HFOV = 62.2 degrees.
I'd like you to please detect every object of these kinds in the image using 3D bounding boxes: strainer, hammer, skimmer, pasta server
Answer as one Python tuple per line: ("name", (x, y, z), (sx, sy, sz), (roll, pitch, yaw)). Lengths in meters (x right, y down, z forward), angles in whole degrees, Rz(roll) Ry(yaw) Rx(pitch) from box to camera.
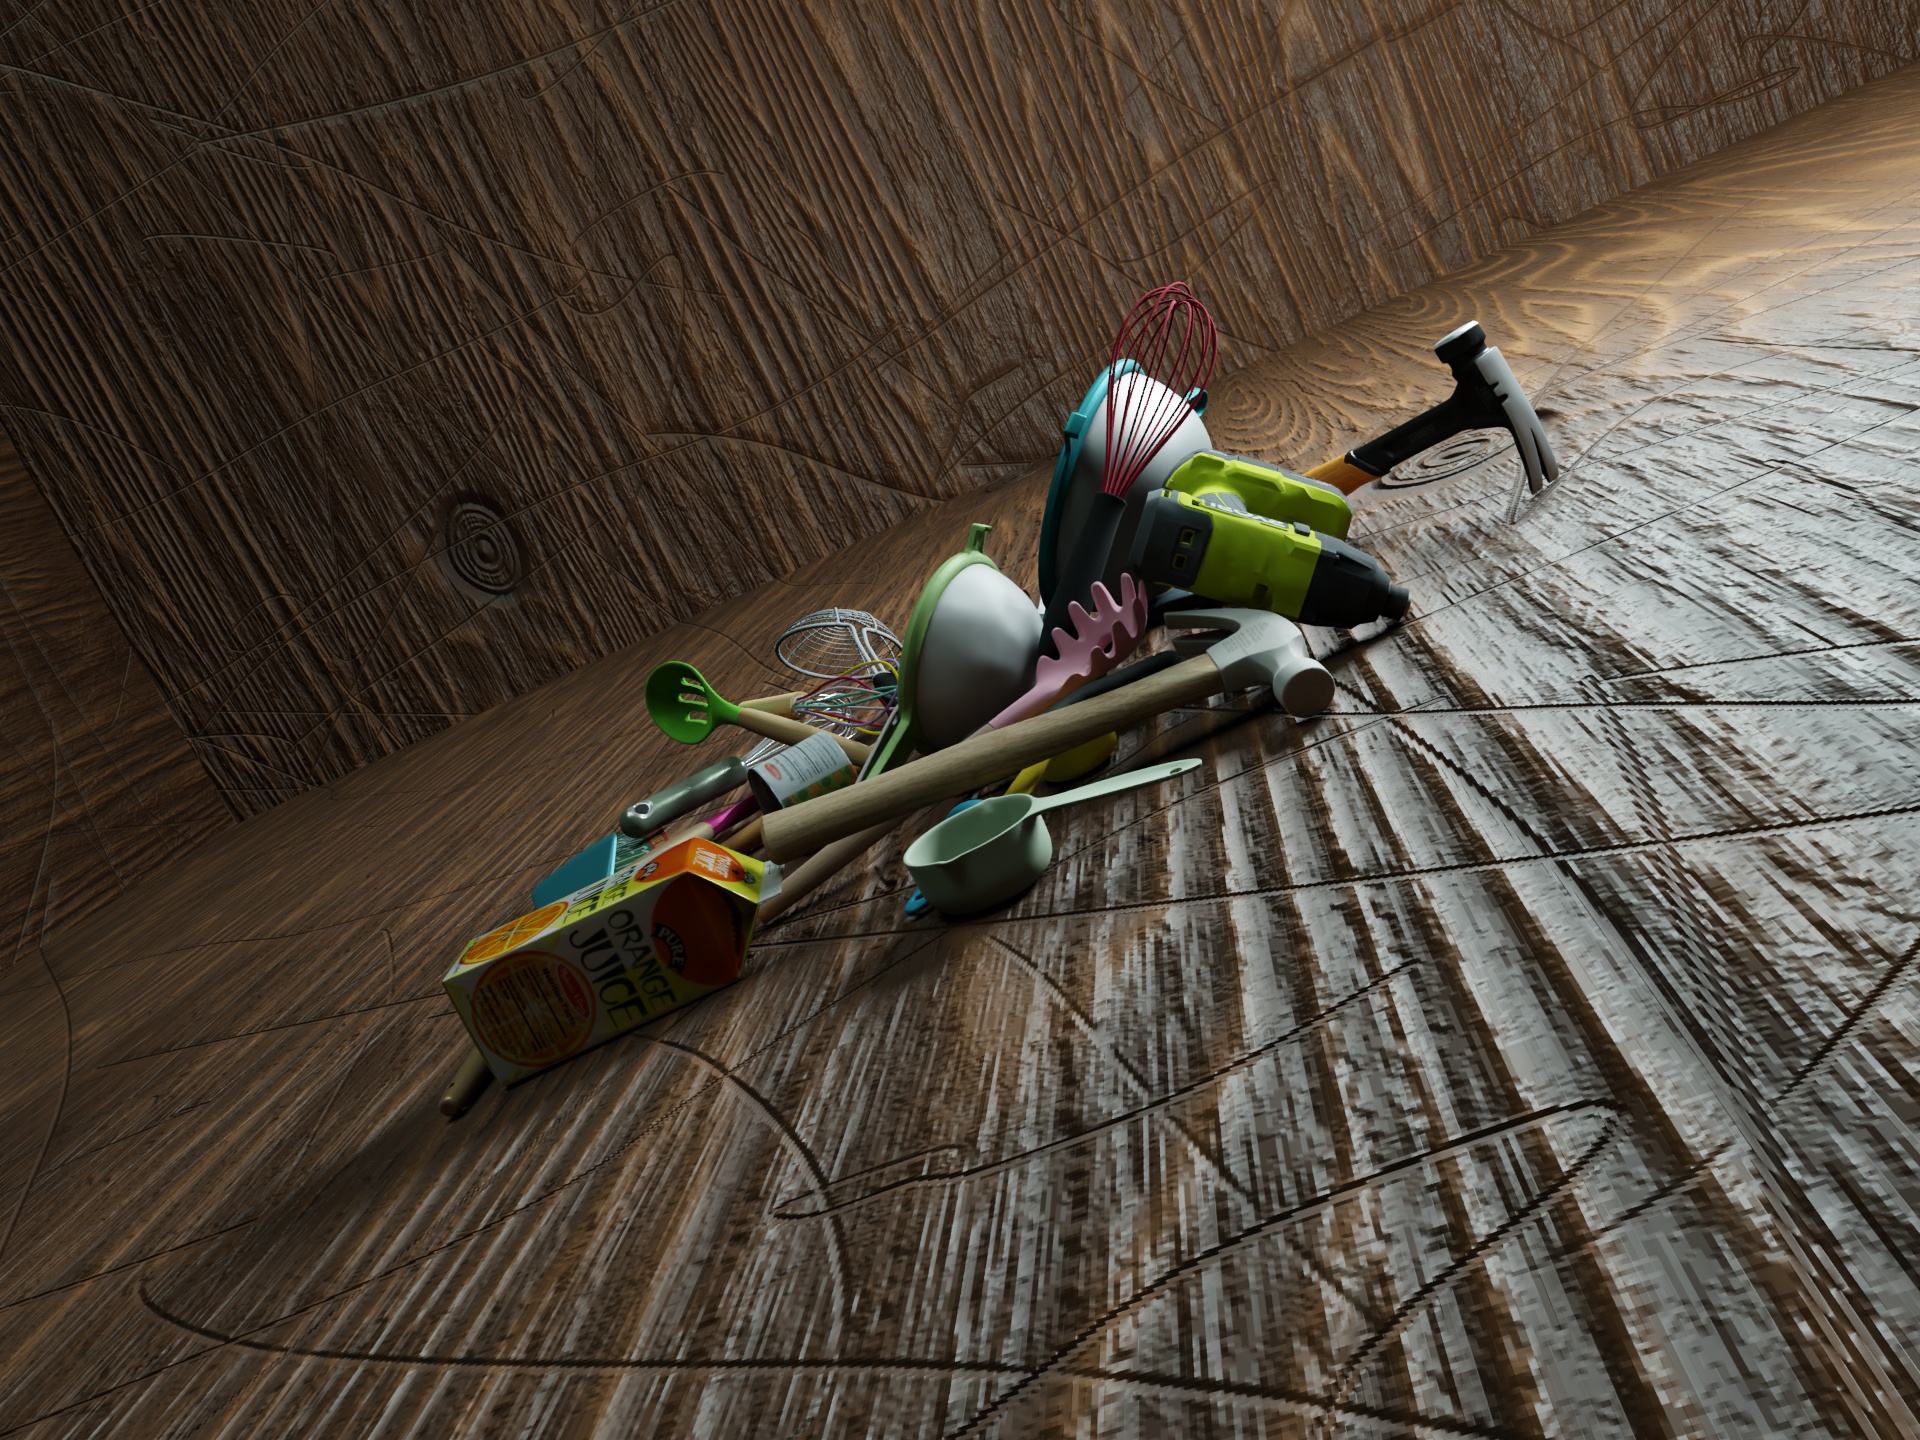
("strainer", (-0.002, -0.003, 1.089), (0.069, 0.151, 0.256), (13, 51, 25))
("hammer", (0.308, -0.187, 1.247), (0.034, 0.127, 0.337), (-34, 5, -30))
("hammer", (0.041, 0.011, 0.925), (0.331, 0.031, 0.130), (-21, 26, 1))
("strainer", (0.172, -0.200, 1.300), (0.095, 0.210, 0.340), (19, 36, 20))
("skimmer", (-0.085, -0.026, 1.430), (0.127, 0.090, 0.364), (10, 16, -18))
("pasta server", (-0.004, 0.018, 0.988), (0.316, 0.040, 0.060), (-38, 27, -10))

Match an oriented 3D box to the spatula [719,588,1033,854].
("spatula", (-0.059, 0.016, 1.195), (0.322, 0.080, 0.041), (-33, 44, -14))

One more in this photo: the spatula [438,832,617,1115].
("spatula", (-0.283, 0.163, 1.033), (0.082, 0.044, 0.318), (-34, 12, 12))

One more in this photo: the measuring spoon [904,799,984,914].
("measuring spoon", (-0.009, 0.074, 0.907), (0.042, 0.021, 0.129), (-20, 12, 25))

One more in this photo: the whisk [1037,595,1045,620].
("whisk", (0.081, -0.097, 1.387), (0.070, 0.070, 0.285), (-20, 19, 25))

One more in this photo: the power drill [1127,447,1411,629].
("power drill", (0.203, -0.116, 1.053), (0.171, 0.080, 0.223), (16, 18, 4))

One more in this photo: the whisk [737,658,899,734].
("whisk", (-0.111, -0.009, 1.206), (0.051, 0.047, 0.245), (-35, 15, -31))

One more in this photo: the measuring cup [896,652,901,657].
("measuring cup", (0.009, -0.052, 1.312), (0.095, 0.052, 0.174), (-28, 9, -11))

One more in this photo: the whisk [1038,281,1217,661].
("whisk", (0.113, -0.173, 1.119), (0.073, 0.073, 0.296), (3, 71, 66))

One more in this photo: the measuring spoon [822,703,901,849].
("measuring spoon", (-0.069, 0.034, 1.072), (0.018, 0.034, 0.124), (17, 59, 18))

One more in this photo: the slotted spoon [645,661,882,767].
("slotted spoon", (-0.149, 0.005, 1.212), (0.031, 0.070, 0.314), (-16, 20, -37))

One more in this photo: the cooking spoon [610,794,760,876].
("cooking spoon", (-0.188, 0.084, 1.104), (0.069, 0.017, 0.319), (-27, 3, 15))

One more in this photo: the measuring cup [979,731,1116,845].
("measuring cup", (0.049, 0.040, 0.941), (0.062, 0.029, 0.156), (-18, 21, 34))

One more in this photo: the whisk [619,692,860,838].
("whisk", (-0.173, 0.037, 1.280), (0.058, 0.059, 0.246), (31, 41, 30))

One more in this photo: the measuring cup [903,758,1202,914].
("measuring cup", (0.051, 0.059, 0.822), (0.167, 0.038, 0.083), (-19, 14, 21))
